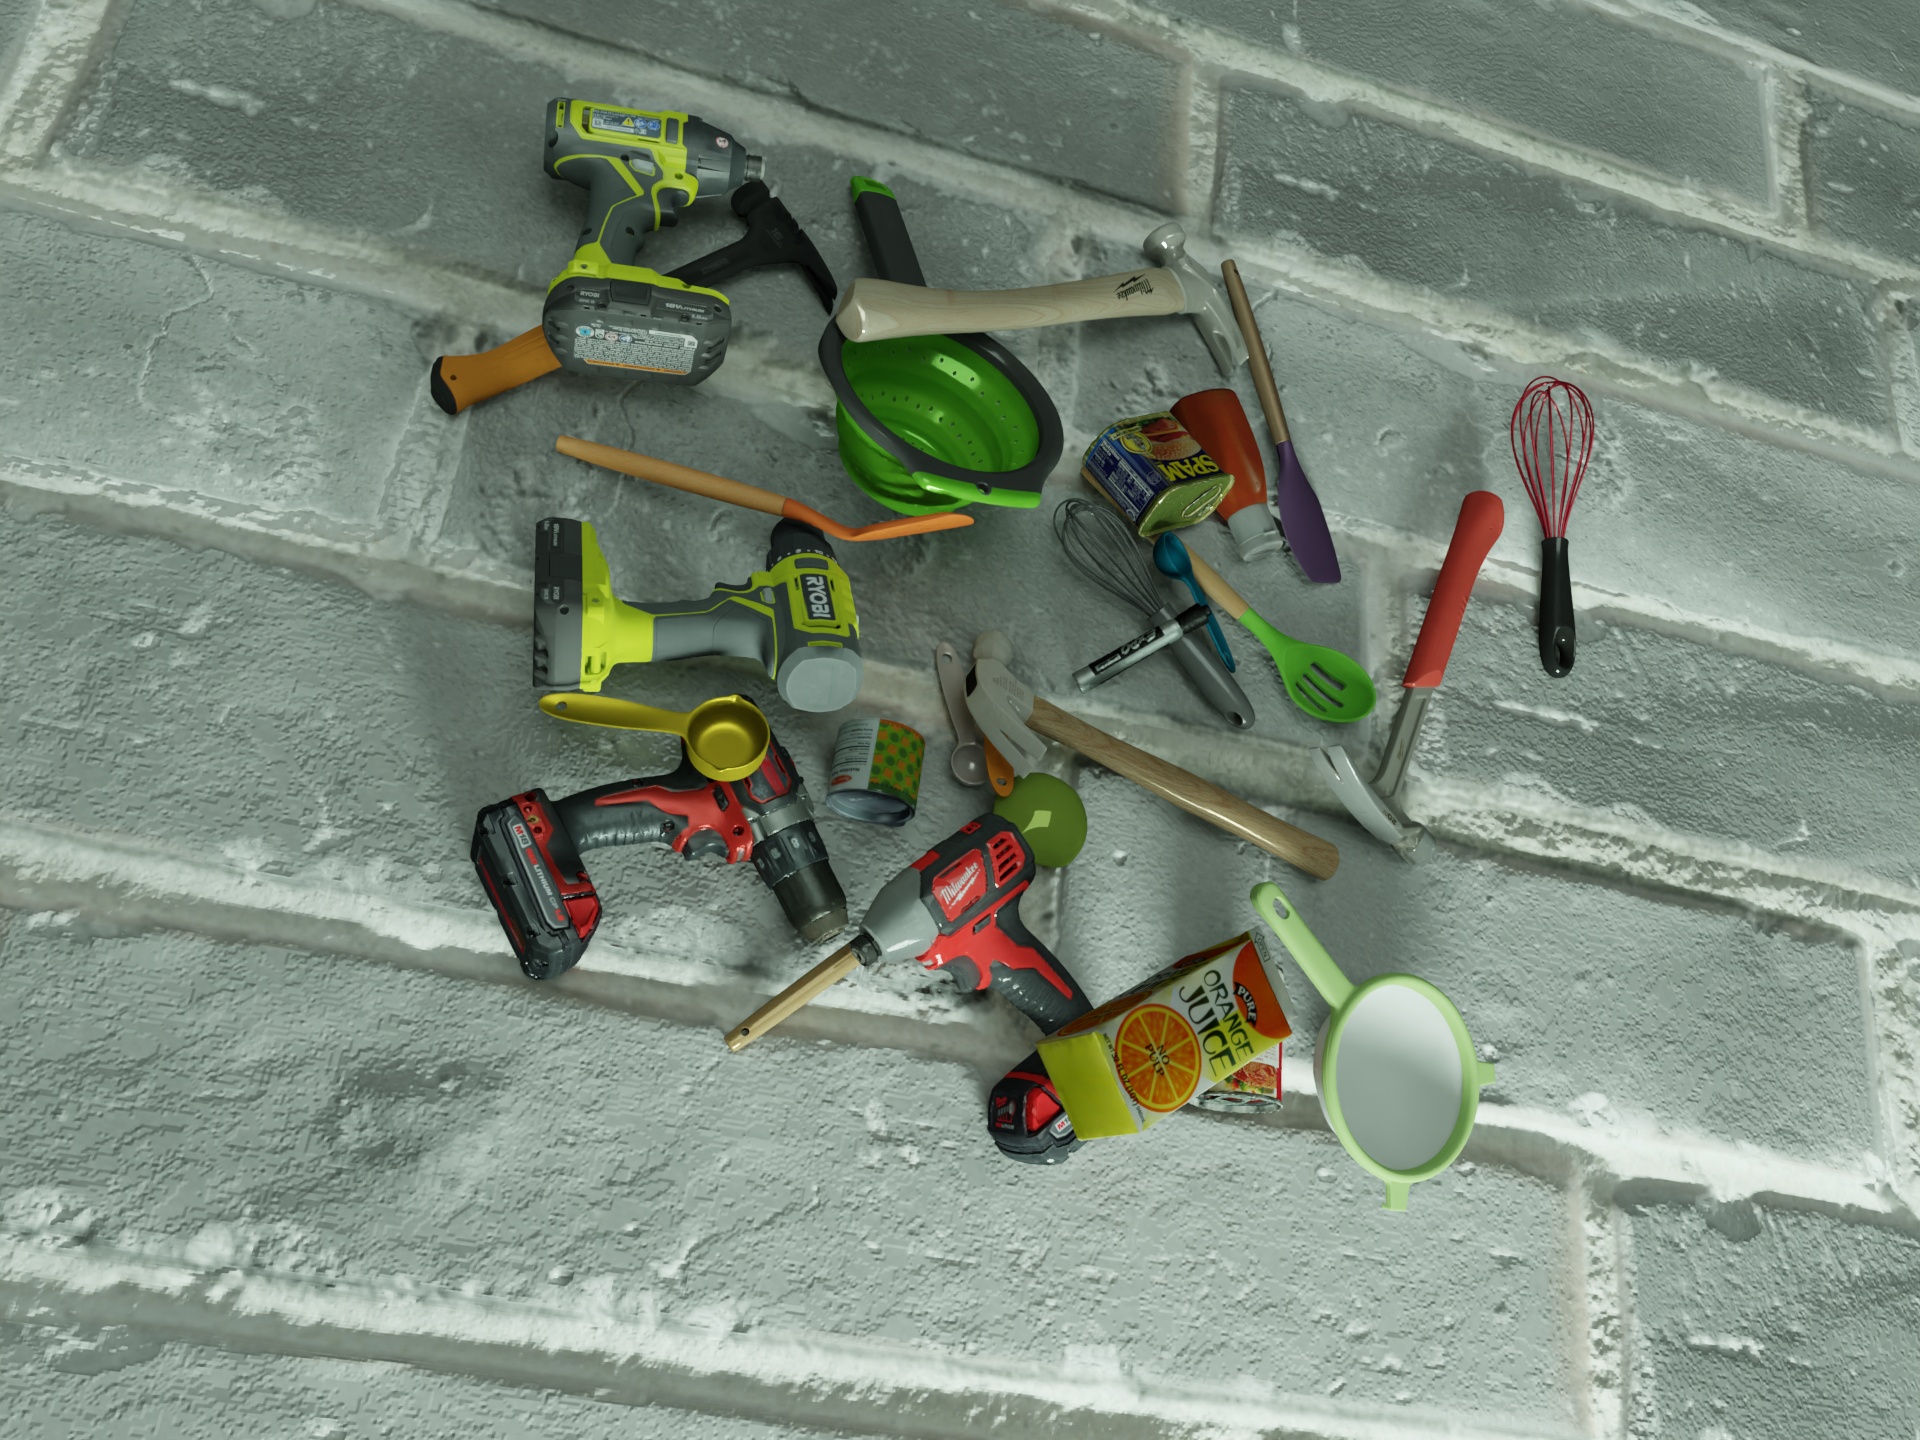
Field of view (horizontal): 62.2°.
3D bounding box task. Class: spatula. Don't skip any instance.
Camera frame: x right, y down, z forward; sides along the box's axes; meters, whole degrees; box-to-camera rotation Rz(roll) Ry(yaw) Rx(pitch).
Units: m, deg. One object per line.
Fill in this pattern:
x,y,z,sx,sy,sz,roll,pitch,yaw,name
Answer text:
-0.150,-0.174,1.188,0.322,0.081,0.041,17,95,8,spatula
0.276,-0.267,1.405,0.059,0.018,0.316,-2,72,-36,spatula

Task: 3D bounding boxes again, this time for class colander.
-0.049,-0.291,1.289,0.204,0.094,0.398,6,50,-29,colander

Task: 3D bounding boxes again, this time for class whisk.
0.539,-0.180,1.442,0.073,0.073,0.296,9,74,-14,whisk
0.159,-0.086,1.293,0.055,0.055,0.239,-39,90,-26,whisk

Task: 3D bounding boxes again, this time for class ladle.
-0.036,0.141,1.152,0.320,0.062,0.078,-35,79,-19,ladle

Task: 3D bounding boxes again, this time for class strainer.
0.278,0.224,1.178,0.151,0.069,0.256,-42,100,-29,strainer

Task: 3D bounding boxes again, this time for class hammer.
0.150,0.043,1.226,0.331,0.031,0.130,27,31,-12,hammer
0.074,-0.333,1.303,0.410,0.038,0.146,-17,75,-39,hammer
0.392,-0.064,1.339,0.149,0.037,0.359,45,56,-28,hammer
-0.258,-0.318,1.256,0.337,0.034,0.127,-33,81,-25,hammer

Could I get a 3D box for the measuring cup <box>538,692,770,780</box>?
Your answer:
-0.208,0.006,1.083,0.156,0.029,0.062,10,58,-3,measuring cup

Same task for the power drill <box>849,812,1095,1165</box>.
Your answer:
0.025,0.189,1.099,0.143,0.078,0.219,-34,96,-25,power drill

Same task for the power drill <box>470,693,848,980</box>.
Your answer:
-0.199,0.099,1.093,0.226,0.080,0.188,-23,78,-27,power drill

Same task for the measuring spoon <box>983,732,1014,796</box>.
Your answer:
0.026,0.015,1.207,0.021,0.011,0.117,5,46,-13,measuring spoon

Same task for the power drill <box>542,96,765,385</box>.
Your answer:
-0.237,-0.375,1.225,0.171,0.080,0.223,4,64,-14,power drill

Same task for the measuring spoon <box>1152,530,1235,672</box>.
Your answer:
0.189,-0.094,1.304,0.128,0.021,0.042,63,31,-3,measuring spoon

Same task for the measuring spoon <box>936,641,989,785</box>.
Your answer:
-0.002,-0.004,1.229,0.034,0.018,0.124,-4,64,-19,measuring spoon

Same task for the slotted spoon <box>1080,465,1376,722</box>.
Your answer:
0.219,-0.108,1.329,0.314,0.031,0.070,43,64,4,slotted spoon

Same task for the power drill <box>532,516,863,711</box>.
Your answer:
-0.189,-0.089,1.148,0.228,0.080,0.191,1,42,-15,power drill
